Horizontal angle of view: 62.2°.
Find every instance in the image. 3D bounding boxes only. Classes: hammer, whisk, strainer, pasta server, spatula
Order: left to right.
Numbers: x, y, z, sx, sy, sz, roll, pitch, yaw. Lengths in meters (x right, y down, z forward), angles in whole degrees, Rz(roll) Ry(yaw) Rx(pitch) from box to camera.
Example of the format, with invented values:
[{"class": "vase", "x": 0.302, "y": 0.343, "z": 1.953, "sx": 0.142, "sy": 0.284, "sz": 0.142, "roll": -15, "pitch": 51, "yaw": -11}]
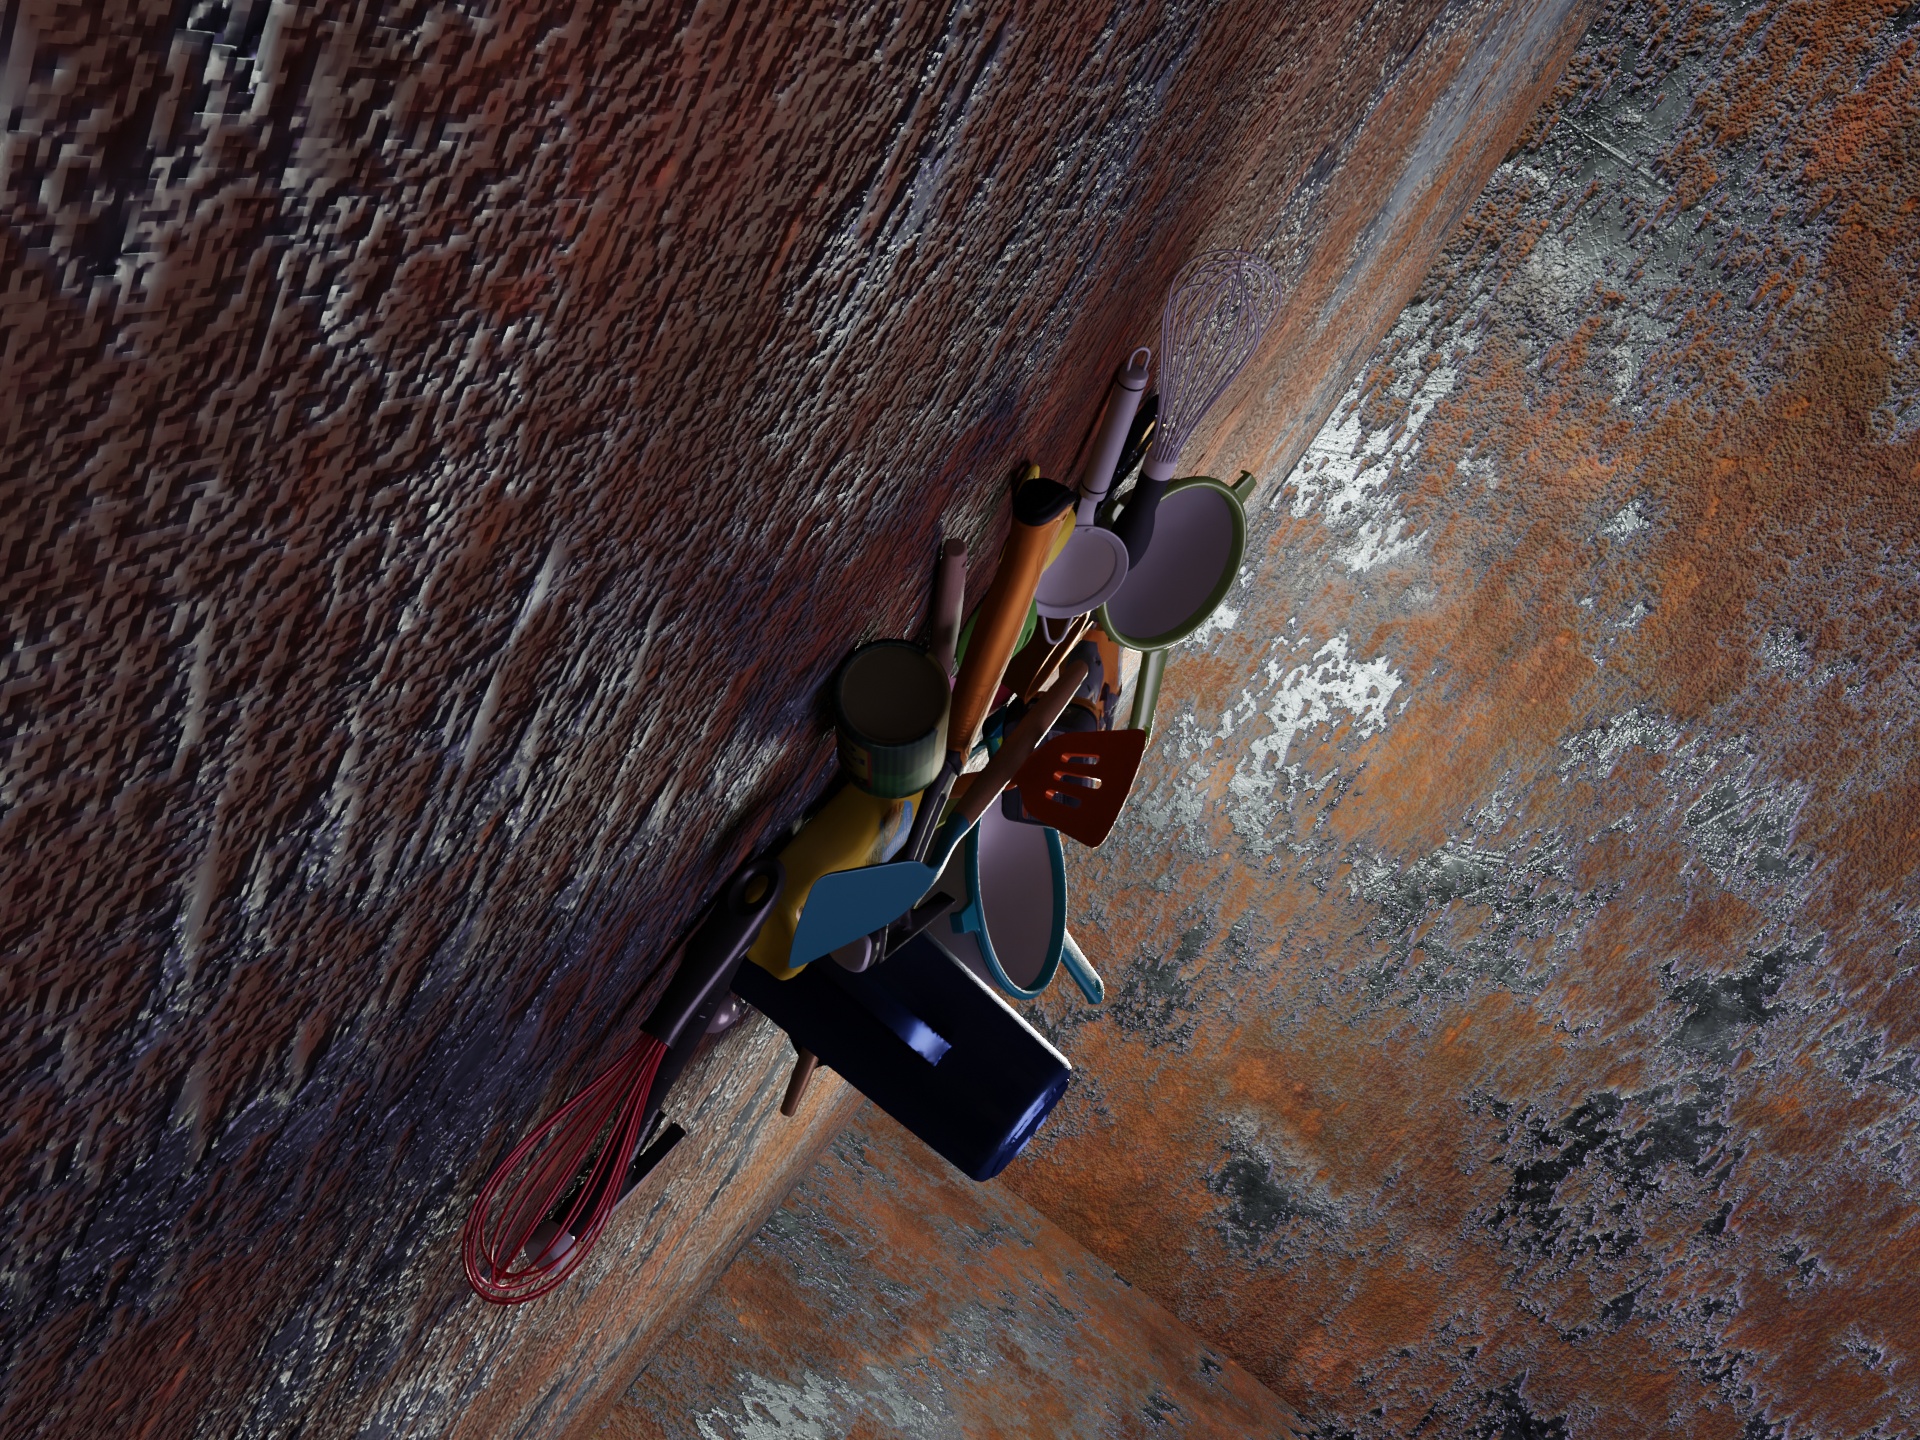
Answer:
[{"class": "whisk", "x": -0.188, "y": 0.203, "z": 0.929, "sx": 0.296, "sy": 0.073, "sz": 0.073, "roll": -57, "pitch": 173, "yaw": -19}, {"class": "hammer", "x": -0.202, "y": 0.240, "z": 1.083, "sx": 0.146, "sy": 0.035, "sz": 0.334, "roll": -42, "pitch": 165, "yaw": -53}, {"class": "pasta server", "x": -0.005, "y": -0.040, "z": 1.045, "sx": 0.060, "sy": 0.040, "sz": 0.316, "roll": -60, "pitch": 173, "yaw": -19}, {"class": "spatula", "x": 0.002, "y": 0.041, "z": 0.976, "sx": 0.317, "sy": 0.044, "sz": 0.082, "roll": -49, "pitch": 164, "yaw": -46}, {"class": "hammer", "x": 0.004, "y": 0.003, "z": 1.015, "sx": 0.127, "sy": 0.034, "sz": 0.336, "roll": -28, "pitch": 143, "yaw": -60}, {"class": "spatula", "x": 0.030, "y": 0.047, "z": 1.107, "sx": 0.081, "sy": 0.041, "sz": 0.322, "roll": -66, "pitch": -164, "yaw": -13}, {"class": "strainer", "x": 0.040, "y": 0.182, "z": 1.472, "sx": 0.340, "sy": 0.095, "sz": 0.211, "roll": 56, "pitch": 35, "yaw": -47}, {"class": "strainer", "x": 0.091, "y": -0.157, "z": 1.105, "sx": 0.258, "sy": 0.087, "sz": 0.050, "roll": 108, "pitch": -24, "yaw": -49}, {"class": "strainer", "x": 0.146, "y": -0.091, "z": 1.292, "sx": 0.151, "sy": 0.069, "sz": 0.256, "roll": -17, "pitch": 130, "yaw": -30}, {"class": "whisk", "x": 0.147, "y": -0.200, "z": 1.082, "sx": 0.070, "sy": 0.070, "sz": 0.284, "roll": -48, "pitch": 164, "yaw": -37}]

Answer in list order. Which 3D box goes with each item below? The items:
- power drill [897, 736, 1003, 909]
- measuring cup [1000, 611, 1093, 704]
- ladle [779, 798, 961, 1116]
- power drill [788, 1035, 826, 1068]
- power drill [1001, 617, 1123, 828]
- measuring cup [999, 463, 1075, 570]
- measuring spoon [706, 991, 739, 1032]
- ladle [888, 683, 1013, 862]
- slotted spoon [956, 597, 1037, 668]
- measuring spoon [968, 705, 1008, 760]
[{"class": "power drill", "x": 0.013, "y": 0.097, "z": 1.589, "sx": 0.223, "sy": 0.080, "sz": 0.171, "roll": -48, "pitch": 169, "yaw": -18}, {"class": "measuring cup", "x": 0.067, "y": -0.074, "z": 1.277, "sx": 0.095, "sy": 0.052, "sz": 0.173, "roll": -57, "pitch": 173, "yaw": 20}, {"class": "ladle", "x": -0.078, "y": 0.192, "z": 1.313, "sx": 0.078, "sy": 0.062, "sz": 0.320, "roll": -57, "pitch": 170, "yaw": -78}, {"class": "power drill", "x": -0.060, "y": 0.238, "z": 1.502, "sx": 0.188, "sy": 0.080, "sz": 0.226, "roll": -23, "pitch": 180, "yaw": 14}, {"class": "power drill", "x": 0.099, "y": 0.010, "z": 1.425, "sx": 0.226, "sy": 0.084, "sz": 0.185, "roll": -63, "pitch": 157, "yaw": -54}, {"class": "measuring cup", "x": 0.053, "y": -0.131, "z": 1.025, "sx": 0.062, "sy": 0.029, "sz": 0.156, "roll": -54, "pitch": 173, "yaw": -5}, {"class": "measuring spoon", "x": -0.178, "y": 0.230, "z": 1.227, "sx": 0.034, "sy": 0.018, "sz": 0.124, "roll": -53, "pitch": 173, "yaw": -11}, {"class": "ladle", "x": -0.019, "y": 0.049, "z": 1.378, "sx": 0.315, "sy": 0.031, "sz": 0.069, "roll": -58, "pitch": 172, "yaw": 33}, {"class": "slotted spoon", "x": -0.002, "y": -0.004, "z": 1.236, "sx": 0.070, "sy": 0.031, "sz": 0.313, "roll": -24, "pitch": 160, "yaw": -27}, {"class": "measuring spoon", "x": 0.005, "y": 0.023, "z": 1.458, "sx": 0.128, "sy": 0.021, "sz": 0.042, "roll": -38, "pitch": 165, "yaw": -33}]
